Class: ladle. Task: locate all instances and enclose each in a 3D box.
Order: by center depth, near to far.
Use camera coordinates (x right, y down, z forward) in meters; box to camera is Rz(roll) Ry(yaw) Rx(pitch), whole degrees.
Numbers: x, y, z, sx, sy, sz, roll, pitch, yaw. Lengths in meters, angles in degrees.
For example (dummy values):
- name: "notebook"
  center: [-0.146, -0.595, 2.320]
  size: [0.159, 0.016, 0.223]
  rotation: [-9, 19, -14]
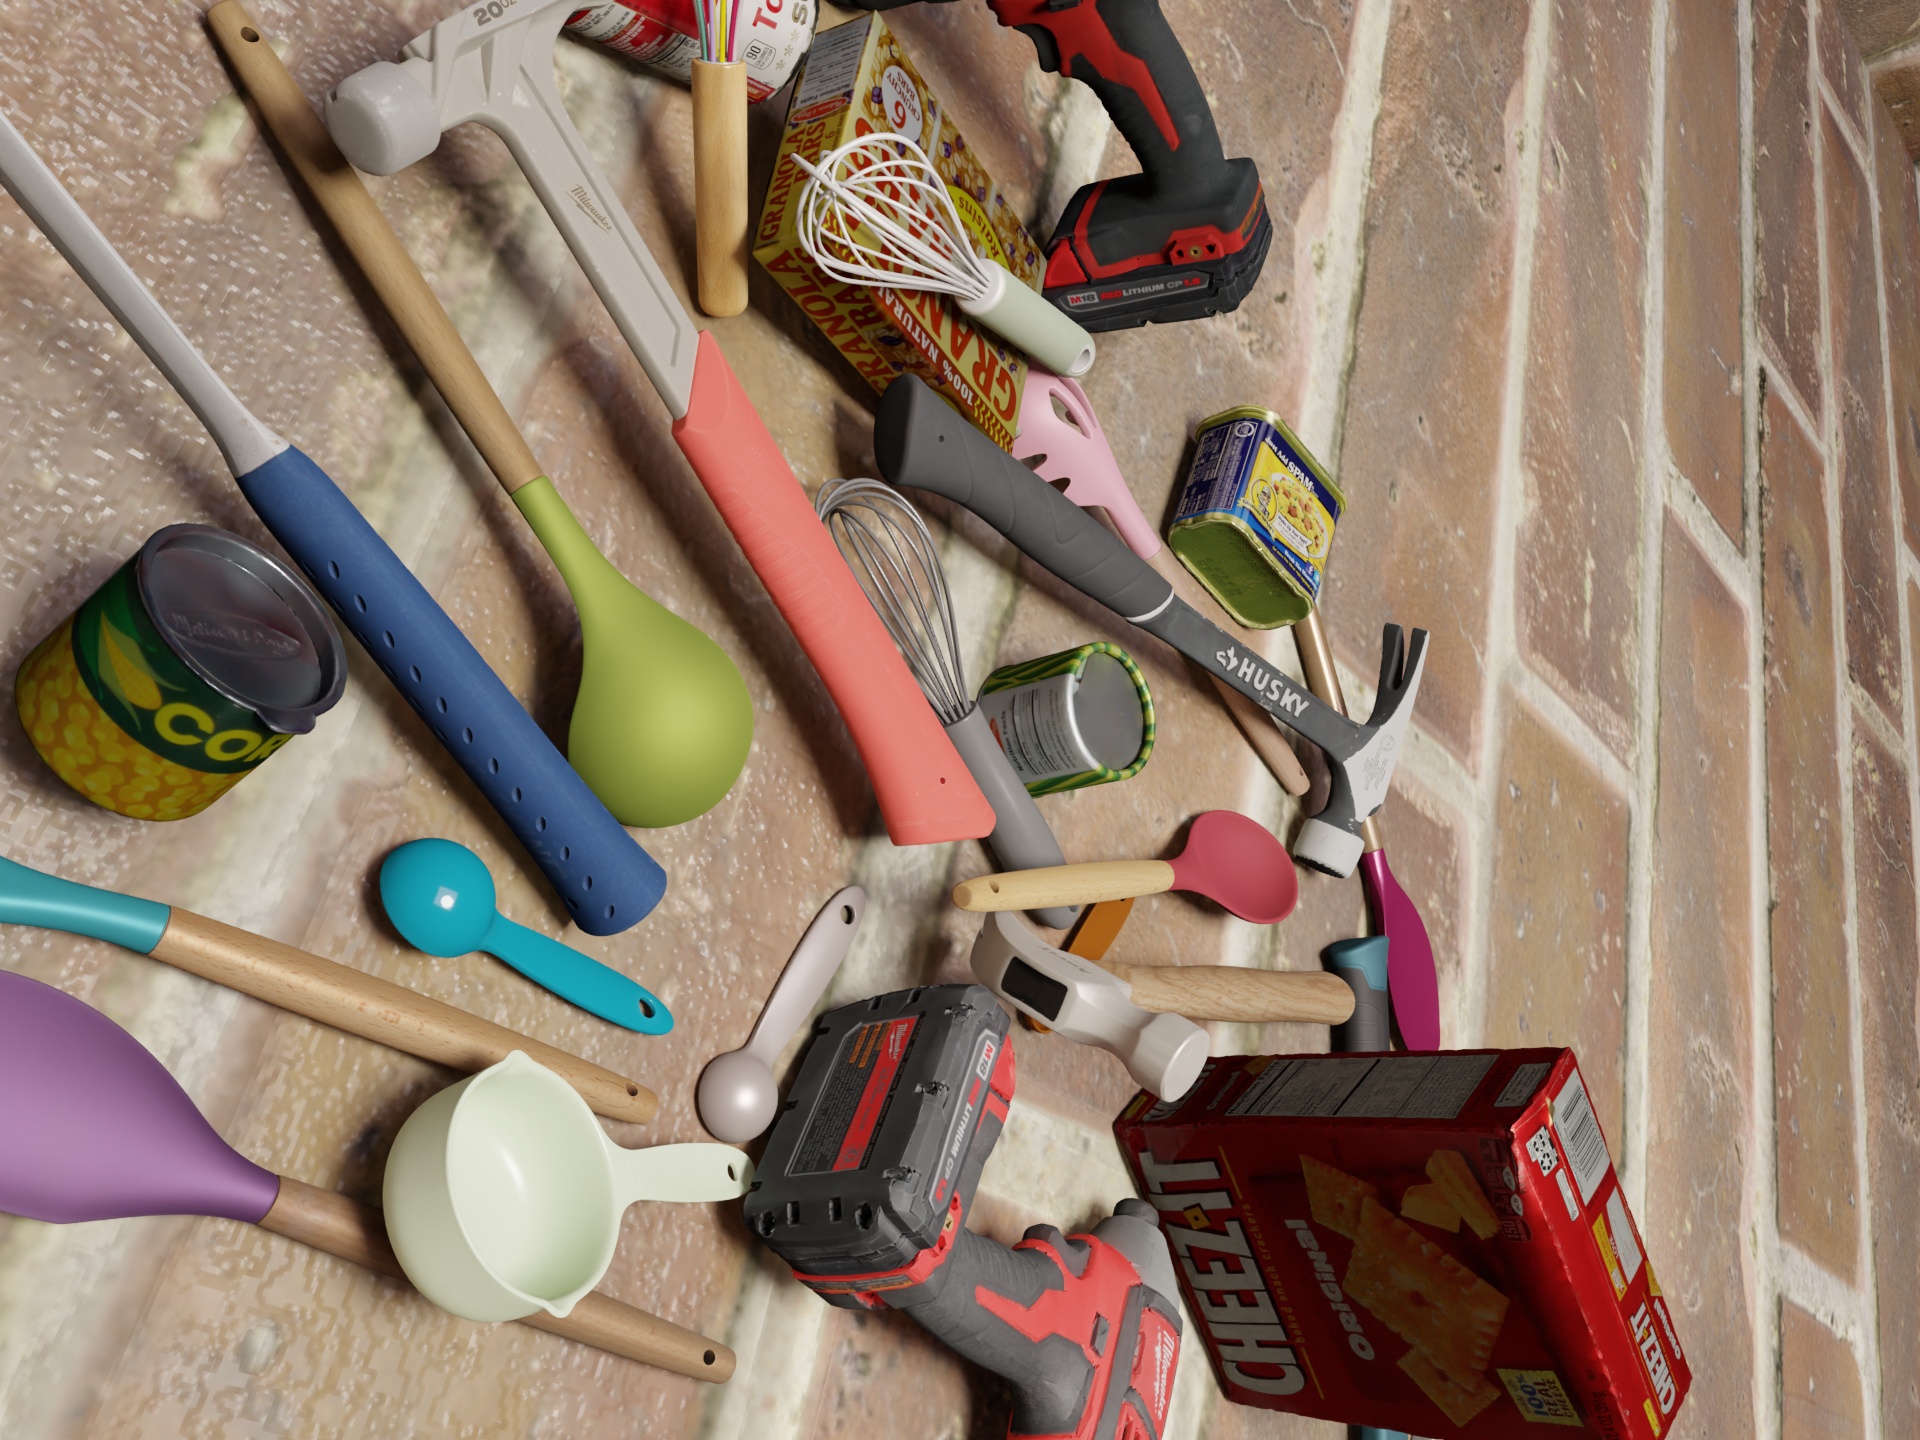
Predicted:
- name: "ladle"
  center: [-0.174, -0.102, 0.568]
  size: [0.078, 0.062, 0.320]
  rotation: [-38, 100, -38]
- name: "ladle"
  center: [0.085, 0.075, 0.746]
  size: [0.315, 0.031, 0.069]
  rotation: [4, 51, -58]

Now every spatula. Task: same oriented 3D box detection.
- name: "spatula"
  center: [-0.209, 0.068, 0.474]
  size: [0.317, 0.044, 0.082]
  rotation: [33, 30, -38]
- name: "spatula"
  center: [-0.190, 0.154, 0.490]
  size: [0.315, 0.018, 0.060]
  rotation: [37, 51, -33]

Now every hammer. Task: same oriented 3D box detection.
- name: "hammer"
  center: [-0.211, -0.086, 0.469]
  size: [0.405, 0.144, 0.035]
  rotation: [57, 46, -28]
- name: "hammer"
  center: [-0.079, -0.102, 0.610]
  size: [0.149, 0.037, 0.358]
  rotation: [-49, 118, -38]
- name: "hammer"
  center: [0.114, 0.128, 0.750]
  size: [0.331, 0.130, 0.031]
  rotation: [16, 99, -57]
- name: "hammer"
  center: [0.110, -0.055, 0.802]
  size: [0.408, 0.036, 0.149]
  rotation: [30, 82, -38]
- name: "hammer"
  center: [0.228, 0.282, 0.879]
  size: [0.128, 0.033, 0.331]
  rotation: [17, 68, -42]

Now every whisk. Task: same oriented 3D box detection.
- name: "whisk"
  center: [-0.093, -0.274, 0.606]
  size: [0.051, 0.047, 0.244]
  rotation: [-31, 136, -43]
- name: "whisk"
  center: [0.003, -0.188, 0.678]
  size: [0.059, 0.058, 0.246]
  rotation: [42, 14, 23]
- name: "whisk"
  center: [-0.002, -0.003, 0.712]
  size: [0.055, 0.055, 0.238]
  rotation: [-47, 118, -42]

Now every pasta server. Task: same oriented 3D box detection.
- name: "pasta server"
  center: [0.108, -0.069, 0.857]
  size: [0.316, 0.040, 0.060]
  rotation: [52, 48, -28]

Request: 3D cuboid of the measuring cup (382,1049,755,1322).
- name: "measuring cup"
  center: [-0.126, 0.159, 0.537]
  size: [0.167, 0.038, 0.083]
  rotation: [28, 41, -62]

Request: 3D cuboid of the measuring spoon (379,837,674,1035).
- name: "measuring spoon"
  center: [-0.141, 0.077, 0.551]
  size: [0.128, 0.021, 0.042]
  rotation: [39, 30, -36]

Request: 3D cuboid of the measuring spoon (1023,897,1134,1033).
- name: "measuring spoon"
  center: [0.058, 0.110, 0.768]
  size: [0.021, 0.011, 0.117]
  rotation: [60, 42, -17]

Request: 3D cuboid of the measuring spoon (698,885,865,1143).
- name: "measuring spoon"
  center: [-0.064, 0.112, 0.632]
  size: [0.034, 0.018, 0.124]
  rotation: [51, 48, -24]

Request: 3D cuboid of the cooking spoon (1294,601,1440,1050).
- name: "cooking spoon"
  center: [0.242, 0.054, 0.966]
  size: [0.068, 0.017, 0.319]
  rotation: [-18, 93, -51]

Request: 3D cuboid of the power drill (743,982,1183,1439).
- name: "power drill"
  center: [0.020, 0.214, 0.648]
  size: [0.219, 0.078, 0.143]
  rotation: [54, 38, -27]

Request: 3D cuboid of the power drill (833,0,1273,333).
- name: "power drill"
  center: [0.047, -0.305, 0.774]
  size: [0.226, 0.188, 0.080]
  rotation: [64, 36, -39]
